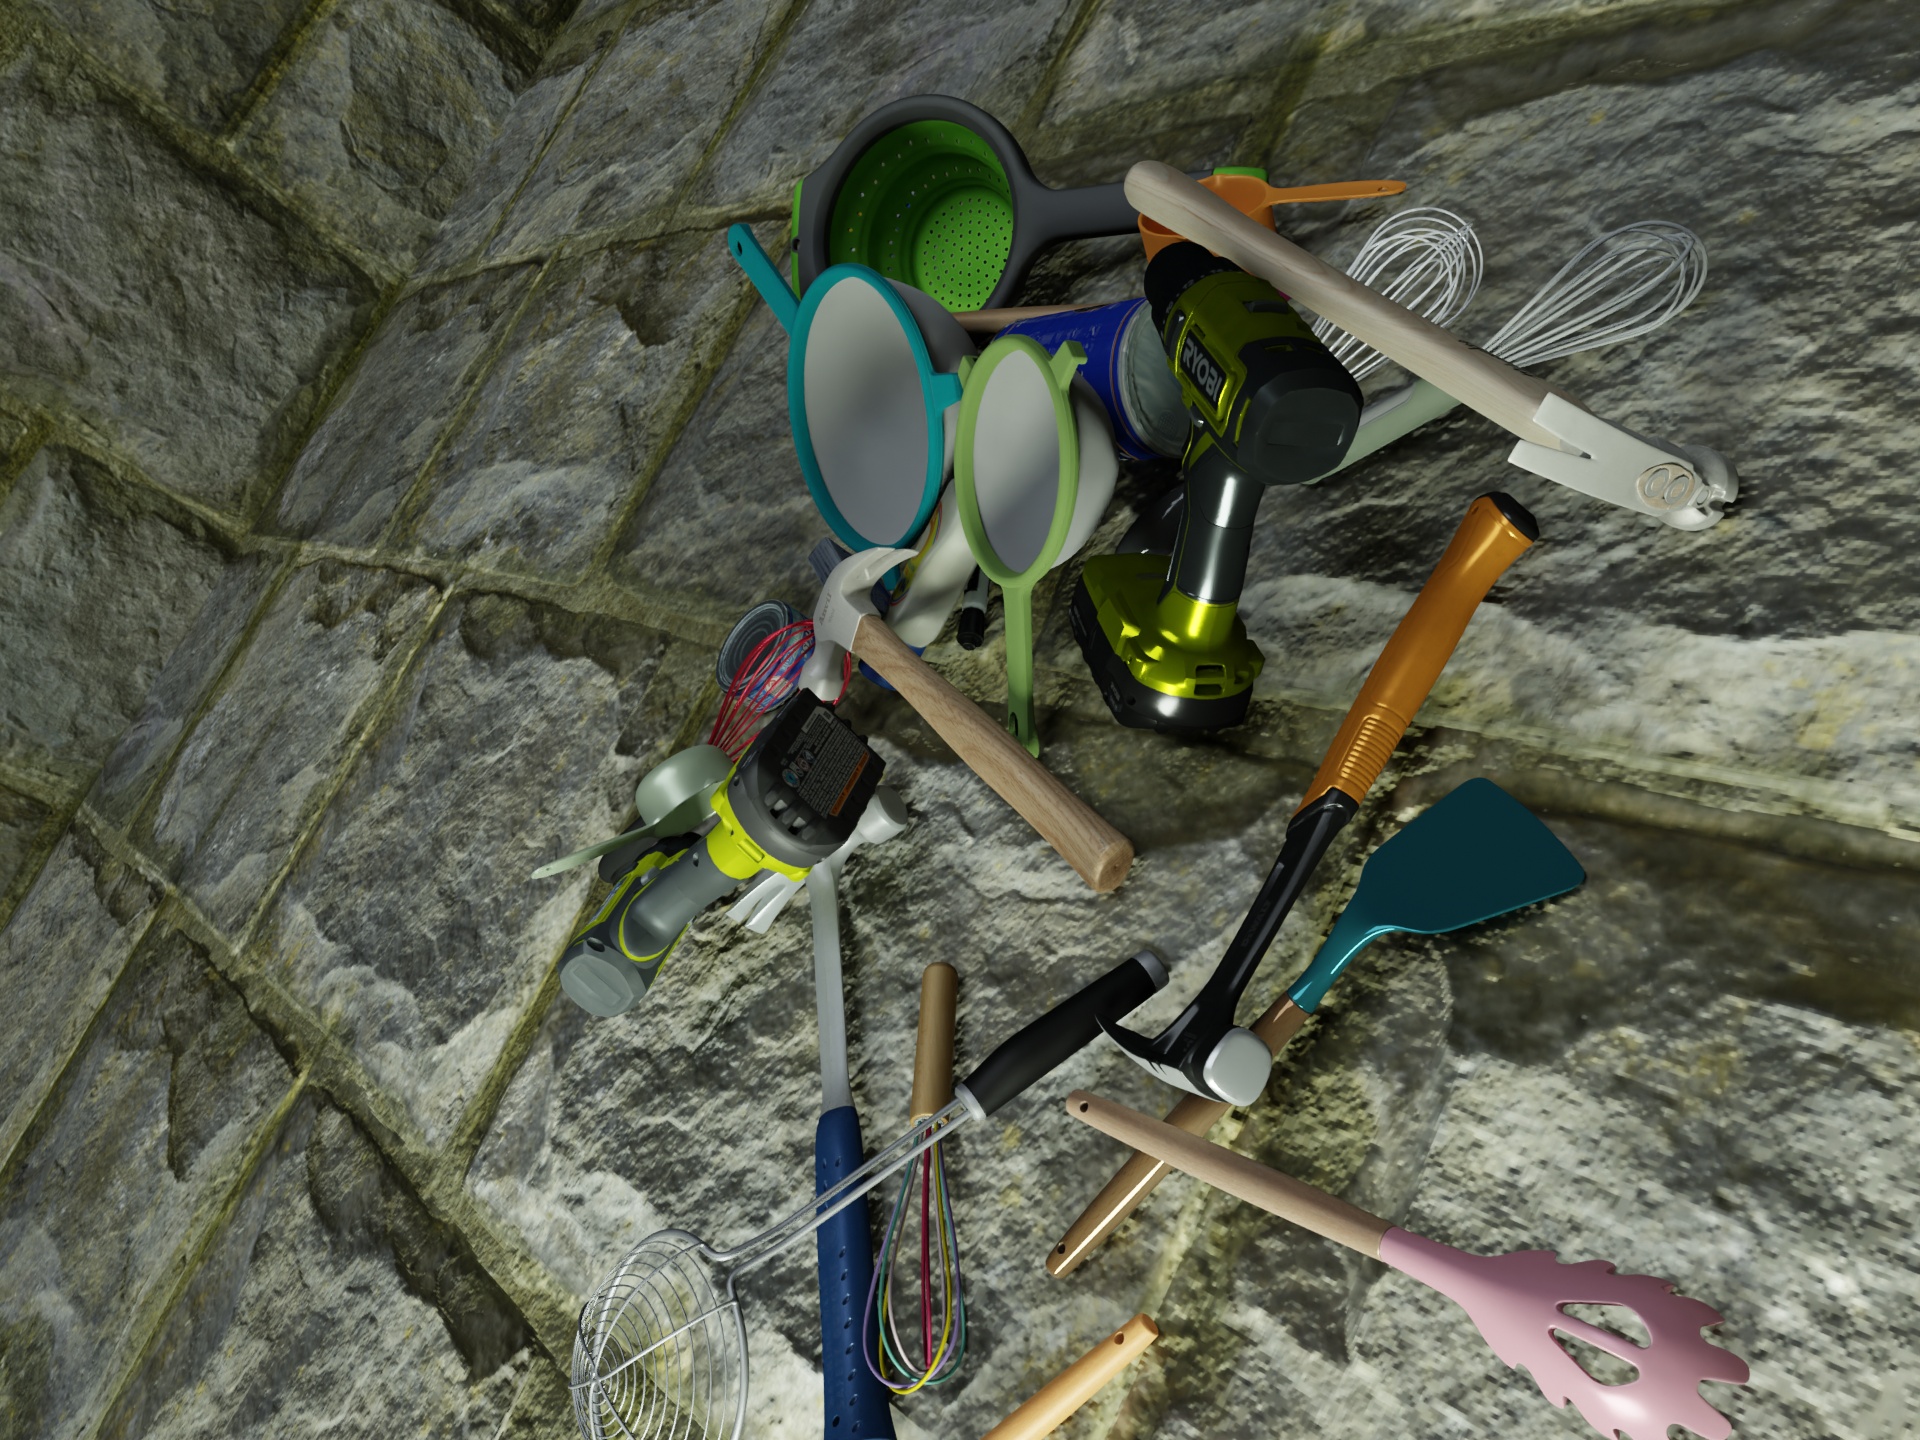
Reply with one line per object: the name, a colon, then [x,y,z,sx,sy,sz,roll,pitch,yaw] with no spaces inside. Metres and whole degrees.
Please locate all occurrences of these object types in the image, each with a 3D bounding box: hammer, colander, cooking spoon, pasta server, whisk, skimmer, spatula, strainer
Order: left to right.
whisk: [-0.182,0.029,1.193,0.295,0.073,0.073,-44,37,23]
hammer: [-0.076,0.225,0.935,0.144,0.035,0.406,-35,41,25]
strainer: [-0.069,-0.275,1.199,0.341,0.095,0.210,57,145,31]
skimmer: [-0.038,0.243,0.800,0.363,0.090,0.127,-33,43,-14]
spatula: [-0.031,0.382,0.757,0.322,0.041,0.081,-44,37,13]
whisk: [-0.015,0.236,0.854,0.047,0.051,0.245,111,168,-47]
hammer: [-0.002,-0.003,0.983,0.332,0.031,0.130,43,124,43]
colander: [0.056,-0.374,1.218,0.397,0.094,0.204,3,95,30]
strainer: [0.057,-0.104,0.971,0.151,0.069,0.256,-162,68,-64]
cooking spoon: [0.085,-0.284,1.117,0.319,0.017,0.069,8,45,38]
spatula: [0.150,0.155,0.748,0.317,0.044,0.082,-51,36,14]
whisk: [0.193,-0.187,0.945,0.284,0.070,0.070,-45,37,22]
hammer: [0.184,0.029,0.773,0.337,0.034,0.127,-56,14,-12]
pasta server: [0.161,0.211,0.666,0.316,0.040,0.060,11,71,50]
hammer: [0.201,-0.216,0.825,0.411,0.146,0.038,49,122,44]
whisk: [0.278,-0.190,0.855,0.246,0.059,0.058,-28,32,39]

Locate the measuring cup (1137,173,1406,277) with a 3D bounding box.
measuring cup: [0.205,-0.319,1.041,0.174,0.052,0.095,1,42,24]

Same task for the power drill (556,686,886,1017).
power drill: [-0.157,0.082,1.043,0.223,0.080,0.171,-39,13,29]

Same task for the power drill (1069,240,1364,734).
power drill: [0.124,-0.126,0.847,0.191,0.080,0.228,-111,25,-49]

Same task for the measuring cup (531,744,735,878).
measuring cup: [-0.229,0.063,1.107,0.038,0.167,0.083,57,146,14]
